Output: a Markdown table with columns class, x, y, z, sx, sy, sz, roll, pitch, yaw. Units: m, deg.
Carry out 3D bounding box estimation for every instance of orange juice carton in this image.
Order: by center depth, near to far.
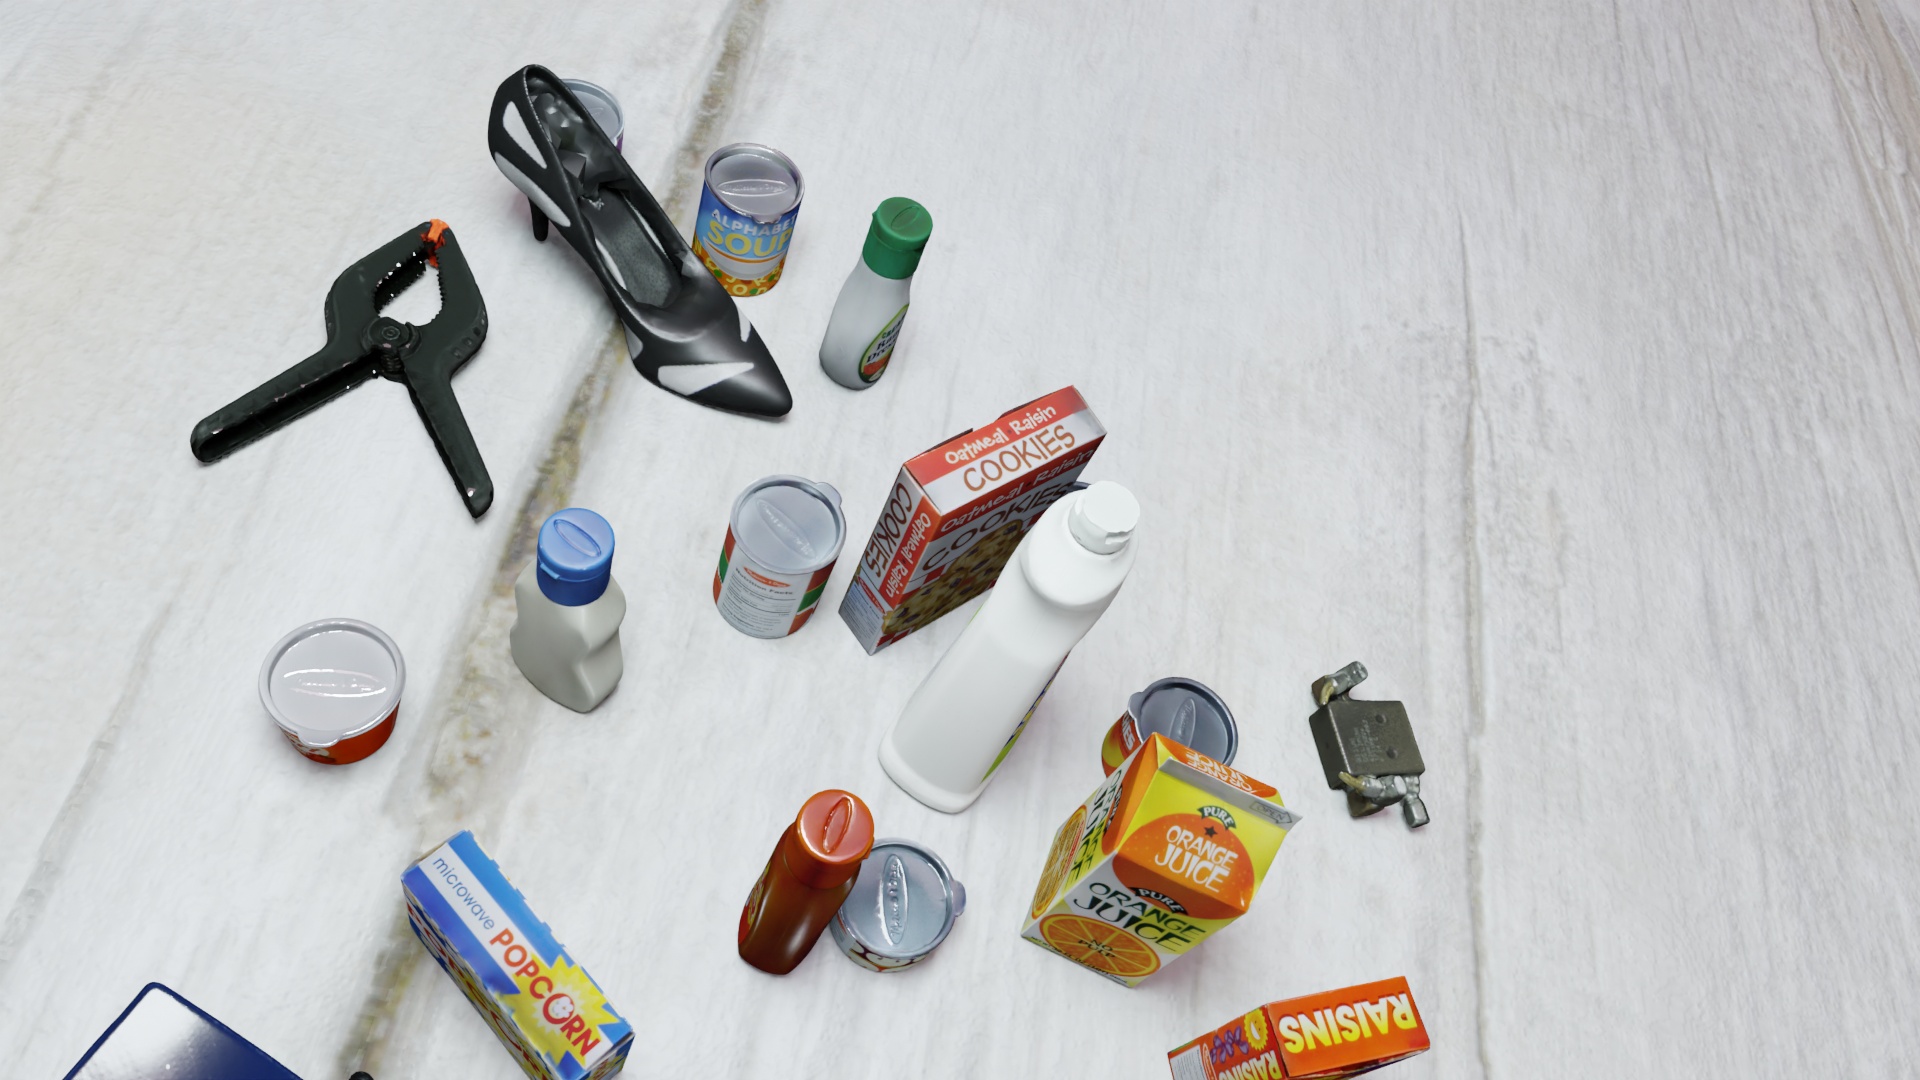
| class | x | y | z | sx | sy | sz | roll | pitch | yaw |
| --- | --- | --- | --- | --- | --- | --- | --- | --- | --- |
| orange juice carton | 0.102 | 0.163 | 0.725 | 0.072 | 0.191 | 0.073 | 26 | 55 | -2 |

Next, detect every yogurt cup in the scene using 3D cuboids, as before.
| class | x | y | z | sx | sy | sz | roll | pitch | yaw |
| --- | --- | --- | --- | --- | --- | --- | --- | --- | --- |
| yogurt cup | -0.322 | 0.081 | 0.717 | 0.072 | 0.053 | 0.073 | 9 | 57 | -14 |

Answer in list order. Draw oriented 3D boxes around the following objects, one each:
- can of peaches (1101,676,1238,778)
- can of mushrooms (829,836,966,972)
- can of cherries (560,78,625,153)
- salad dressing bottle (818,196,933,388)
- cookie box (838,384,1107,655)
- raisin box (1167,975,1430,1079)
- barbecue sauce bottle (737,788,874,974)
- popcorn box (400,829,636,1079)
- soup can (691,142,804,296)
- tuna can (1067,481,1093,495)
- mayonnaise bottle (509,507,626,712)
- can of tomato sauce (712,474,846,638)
| class | x | y | z | sx | sy | sz | roll | pitch | yaw |
| --- | --- | --- | --- | --- | --- | --- | --- | --- | --- |
| can of peaches | 0.123 | 0.123 | 0.840 | 0.071 | 0.057 | 0.071 | 9 | 57 | -14 |
| can of mushrooms | -0.035 | 0.198 | 0.753 | 0.071 | 0.033 | 0.071 | 9 | 57 | -14 |
| can of cherries | -0.266 | -0.271 | 0.956 | 0.071 | 0.058 | 0.072 | 9 | 57 | -14 |
| salad dressing bottle | -0.055 | -0.159 | 0.903 | 0.044 | 0.147 | 0.064 | 37 | 55 | 6 |
| cookie box | 0.003 | -0.010 | 0.816 | 0.123 | 0.166 | 0.040 | -28 | 71 | -31 |
| raisin box | 0.173 | 0.267 | 0.726 | 0.086 | 0.122 | 0.040 | -3 | 60 | -20 |
| barbecue sauce bottle | -0.076 | 0.167 | 0.689 | 0.044 | 0.147 | 0.065 | 24 | 55 | -3 |
| popcorn box | -0.211 | 0.205 | 0.657 | 0.127 | 0.084 | 0.038 | 46 | 56 | 12 |
| soup can | -0.146 | -0.215 | 0.946 | 0.071 | 0.083 | 0.071 | 9 | 57 | -14 |
| tuna can | 0.075 | -0.006 | 0.920 | 0.071 | 0.032 | 0.071 | 9 | 57 | -14 |
| mayonnaise bottle | -0.204 | 0.036 | 0.728 | 0.065 | 0.147 | 0.041 | 37 | 55 | 6 |
| can of tomato sauce | -0.107 | 0.009 | 0.818 | 0.071 | 0.082 | 0.071 | 9 | 57 | -14 |
